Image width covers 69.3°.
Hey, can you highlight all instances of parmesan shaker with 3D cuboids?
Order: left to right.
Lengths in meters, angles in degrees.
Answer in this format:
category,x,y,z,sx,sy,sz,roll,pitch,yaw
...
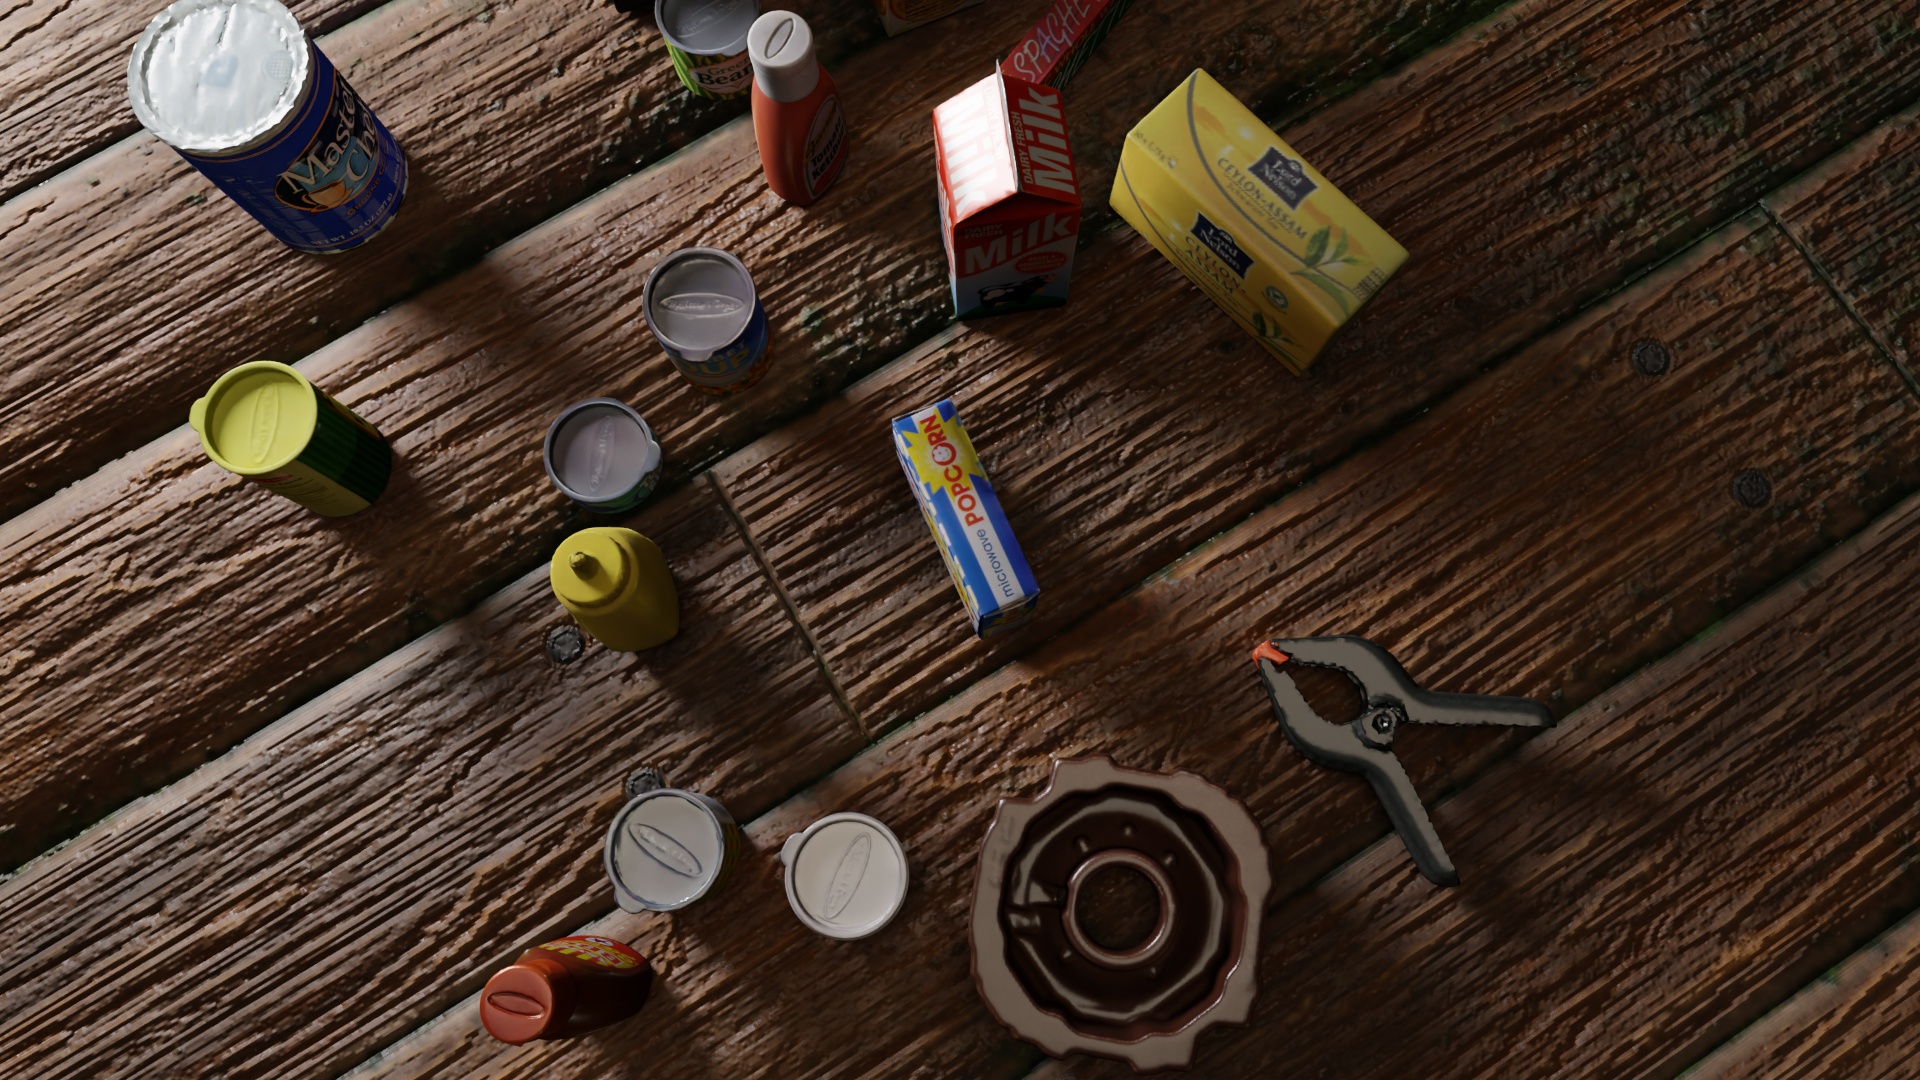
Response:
category,x,y,z,sx,sy,sz,roll,pitch,yaw
parmesan shaker,-0.390,-0.058,0.816,0.071,0.103,0.071,0,78,1

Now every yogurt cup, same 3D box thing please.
category,x,y,z,sx,sy,sz,roll,pitch,yaw
yogurt cup,-0.062,0.188,0.782,0.072,0.054,0.072,0,77,1

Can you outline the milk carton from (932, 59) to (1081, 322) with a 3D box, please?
category,x,y,z,sx,sy,sz,roll,pitch,yaw
milk carton,0.026,-0.196,0.799,0.073,0.190,0.072,-9,78,-1

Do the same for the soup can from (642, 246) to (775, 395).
category,x,y,z,sx,sy,sz,roll,pitch,yaw
soup can,-0.150,-0.128,0.840,0.071,0.083,0.071,0,78,1

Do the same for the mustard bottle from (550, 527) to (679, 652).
category,x,y,z,sx,sy,sz,roll,pitch,yaw
mustard bottle,-0.193,0.022,0.767,0.049,0.160,0.065,-16,78,-3

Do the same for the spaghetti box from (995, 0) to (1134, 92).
category,x,y,z,sx,sy,sz,roll,pitch,yaw
spaghetti box,0.082,-0.344,0.903,0.029,0.050,0.250,36,80,8

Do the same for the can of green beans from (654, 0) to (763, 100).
category,x,y,z,sx,sy,sz,roll,pitch,yaw
can of green beans,-0.158,-0.328,0.898,0.071,0.057,0.071,0,78,1

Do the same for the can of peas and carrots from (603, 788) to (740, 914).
category,x,y,z,sx,sy,sz,roll,pitch,yaw
can of peas and carrots,-0.162,0.177,0.784,0.071,0.058,0.071,0,78,1

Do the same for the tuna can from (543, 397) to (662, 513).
category,x,y,z,sx,sy,sz,roll,pitch,yaw
tuna can,-0.215,-0.051,0.849,0.071,0.032,0.071,0,77,1

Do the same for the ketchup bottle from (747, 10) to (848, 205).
category,x,y,z,sx,sy,sz,roll,pitch,yaw
ketchup bottle,-0.100,-0.261,0.836,0.043,0.148,0.065,27,80,6

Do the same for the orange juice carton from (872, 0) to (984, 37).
category,x,y,z,sx,sy,sz,roll,pitch,yaw
orange juice carton,-0.030,-0.399,0.844,0.073,0.192,0.072,-23,79,-4

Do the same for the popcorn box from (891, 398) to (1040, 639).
category,x,y,z,sx,sy,sz,roll,pitch,yaw
popcorn box,0.003,-0.010,0.811,0.038,0.085,0.127,-24,78,-4

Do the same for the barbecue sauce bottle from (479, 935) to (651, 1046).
category,x,y,z,sx,sy,sz,roll,pitch,yaw
barbecue sauce bottle,-0.208,0.235,0.725,0.065,0.148,0.044,13,78,4
